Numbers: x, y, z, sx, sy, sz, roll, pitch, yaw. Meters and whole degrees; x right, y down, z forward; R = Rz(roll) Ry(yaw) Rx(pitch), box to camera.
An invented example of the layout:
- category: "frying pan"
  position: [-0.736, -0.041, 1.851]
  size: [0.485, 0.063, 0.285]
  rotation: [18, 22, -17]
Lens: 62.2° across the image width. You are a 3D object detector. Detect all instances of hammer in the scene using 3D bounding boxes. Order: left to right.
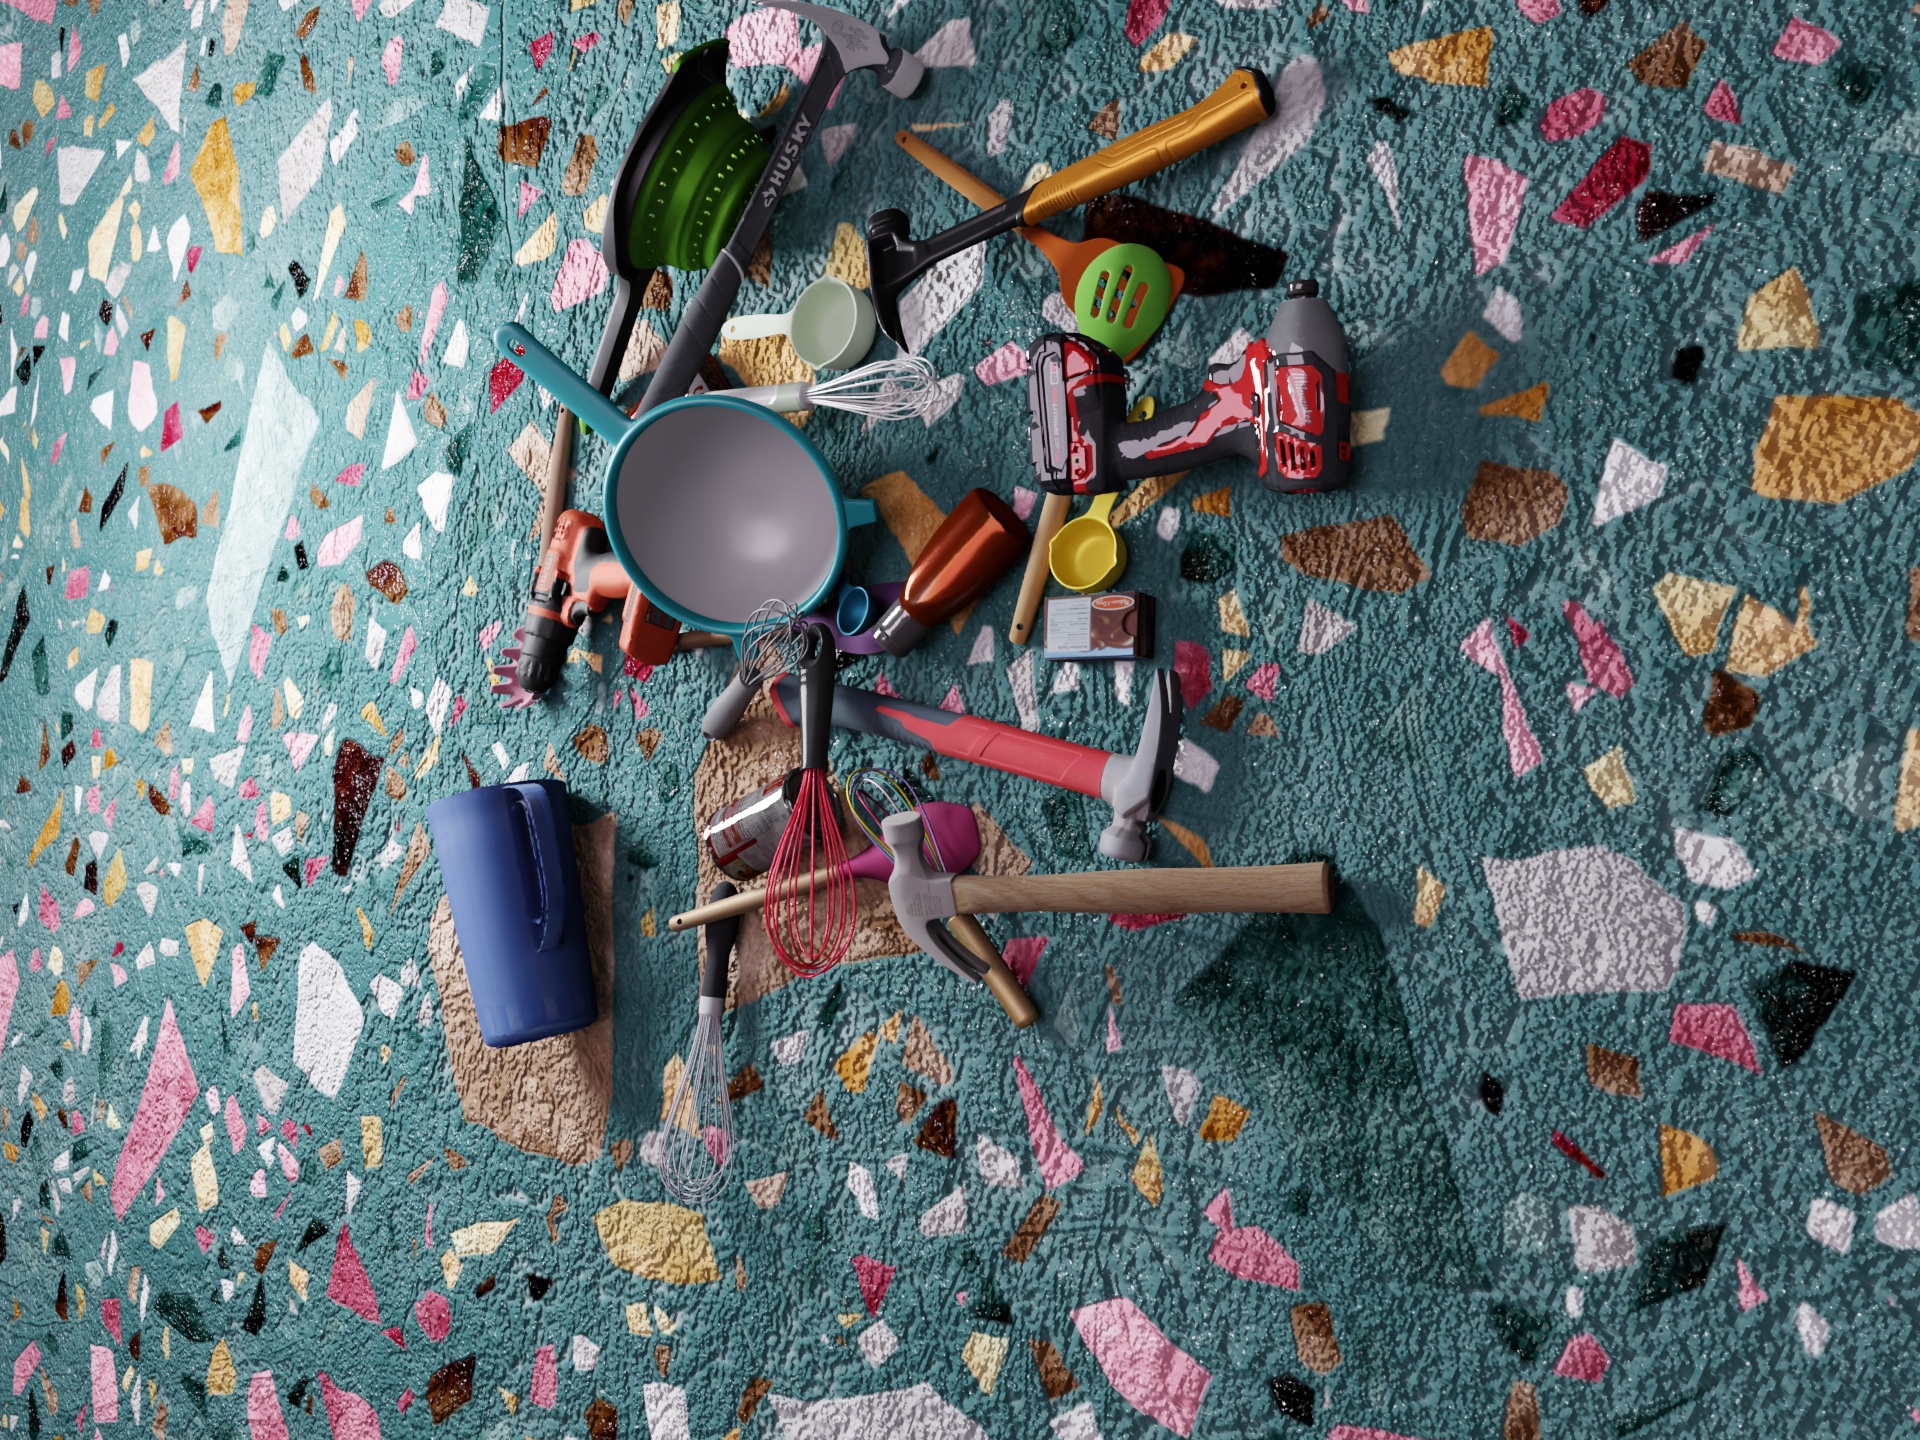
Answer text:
- category: "hammer"
  position: [-0.187, -0.405, 1.344]
  size: [0.409, 0.149, 0.036]
  rotation: [-60, 33, 12]
- category: "hammer"
  position: [-0.002, -0.004, 1.267]
  size: [0.386, 0.038, 0.143]
  rotation: [15, 95, 37]
- category: "hammer"
  position: [0.077, -0.394, 1.199]
  size: [0.337, 0.034, 0.127]
  rotation: [-19, 62, 25]
- category: "hammer"
  position: [0.102, 0.126, 1.145]
  size: [0.331, 0.031, 0.130]
  rotation: [-4, 105, 25]

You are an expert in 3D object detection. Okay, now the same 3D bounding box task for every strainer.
- category: "strainer"
  position: [-0.236, -0.225, 1.340]
  size: [0.340, 0.095, 0.211]
  rotation: [40, 118, -8]

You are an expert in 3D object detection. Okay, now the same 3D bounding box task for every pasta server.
- category: "pasta server"
  position: [-0.417, -0.167, 1.590]
  size: [0.060, 0.040, 0.316]
  rotation: [8, 91, 25]

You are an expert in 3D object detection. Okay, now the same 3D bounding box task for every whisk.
- category: "whisk"
  position: [-0.223, 0.284, 1.408]
  size: [0.070, 0.070, 0.285]
  rotation: [2, 83, 37]
- category: "whisk"
  position: [-0.182, -0.036, 1.355]
  size: [0.239, 0.055, 0.055]
  rotation: [-45, 59, 54]
- category: "whisk"
  position: [-0.119, 0.060, 1.285]
  size: [0.073, 0.073, 0.296]
  rotation: [-13, 68, 36]
- category: "whisk"
  position: [-0.125, -0.276, 1.350]
  size: [0.246, 0.059, 0.058]
  rotation: [1, 71, 30]
- category: "whisk"
  position: [-0.017, 0.138, 1.251]
  size: [0.051, 0.047, 0.245]
  rotation: [-41, 74, 19]

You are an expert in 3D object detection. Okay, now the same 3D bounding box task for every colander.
- category: "colander"
  position: [-0.256, -0.408, 1.449]
  size: [0.094, 0.205, 0.397]
  rotation: [29, 126, 0]

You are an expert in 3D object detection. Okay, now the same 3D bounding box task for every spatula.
- category: "spatula"
  position: [-0.163, -0.079, 1.405]
  size: [0.316, 0.018, 0.060]
  rotation: [-4, 81, 36]
- category: "spatula"
  position: [0.046, -0.397, 1.267]
  size: [0.323, 0.041, 0.081]
  rotation: [47, 112, 34]

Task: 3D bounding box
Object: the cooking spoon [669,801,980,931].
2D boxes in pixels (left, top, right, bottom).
- category: "cooking spoon"
  position: [-0.121, 0.135, 1.341]
  size: [0.319, 0.017, 0.069]
  rotation: [-20, 75, 27]

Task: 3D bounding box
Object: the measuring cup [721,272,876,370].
- category: "measuring cup"
  position: [-0.141, -0.343, 1.395]
  size: [0.168, 0.038, 0.083]
  rotation: [8, 92, 39]

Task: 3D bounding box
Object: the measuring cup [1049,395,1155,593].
- category: "measuring cup"
  position: [0.118, -0.169, 1.201]
  size: [0.062, 0.029, 0.156]
  rotation: [22, 89, 35]

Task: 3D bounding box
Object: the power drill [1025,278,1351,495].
- category: "power drill"
  position: [0.162, -0.227, 1.112]
  size: [0.220, 0.078, 0.143]
  rotation: [1, 98, 25]

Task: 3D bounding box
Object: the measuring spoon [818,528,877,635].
- category: "measuring spoon"
  position: [-0.095, -0.119, 1.350]
  size: [0.042, 0.021, 0.129]
  rotation: [-49, 43, 27]

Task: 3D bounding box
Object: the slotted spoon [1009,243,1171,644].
- category: "slotted spoon"
  position: [0.088, -0.206, 1.210]
  size: [0.070, 0.031, 0.313]
  rotation: [19, 105, 11]
